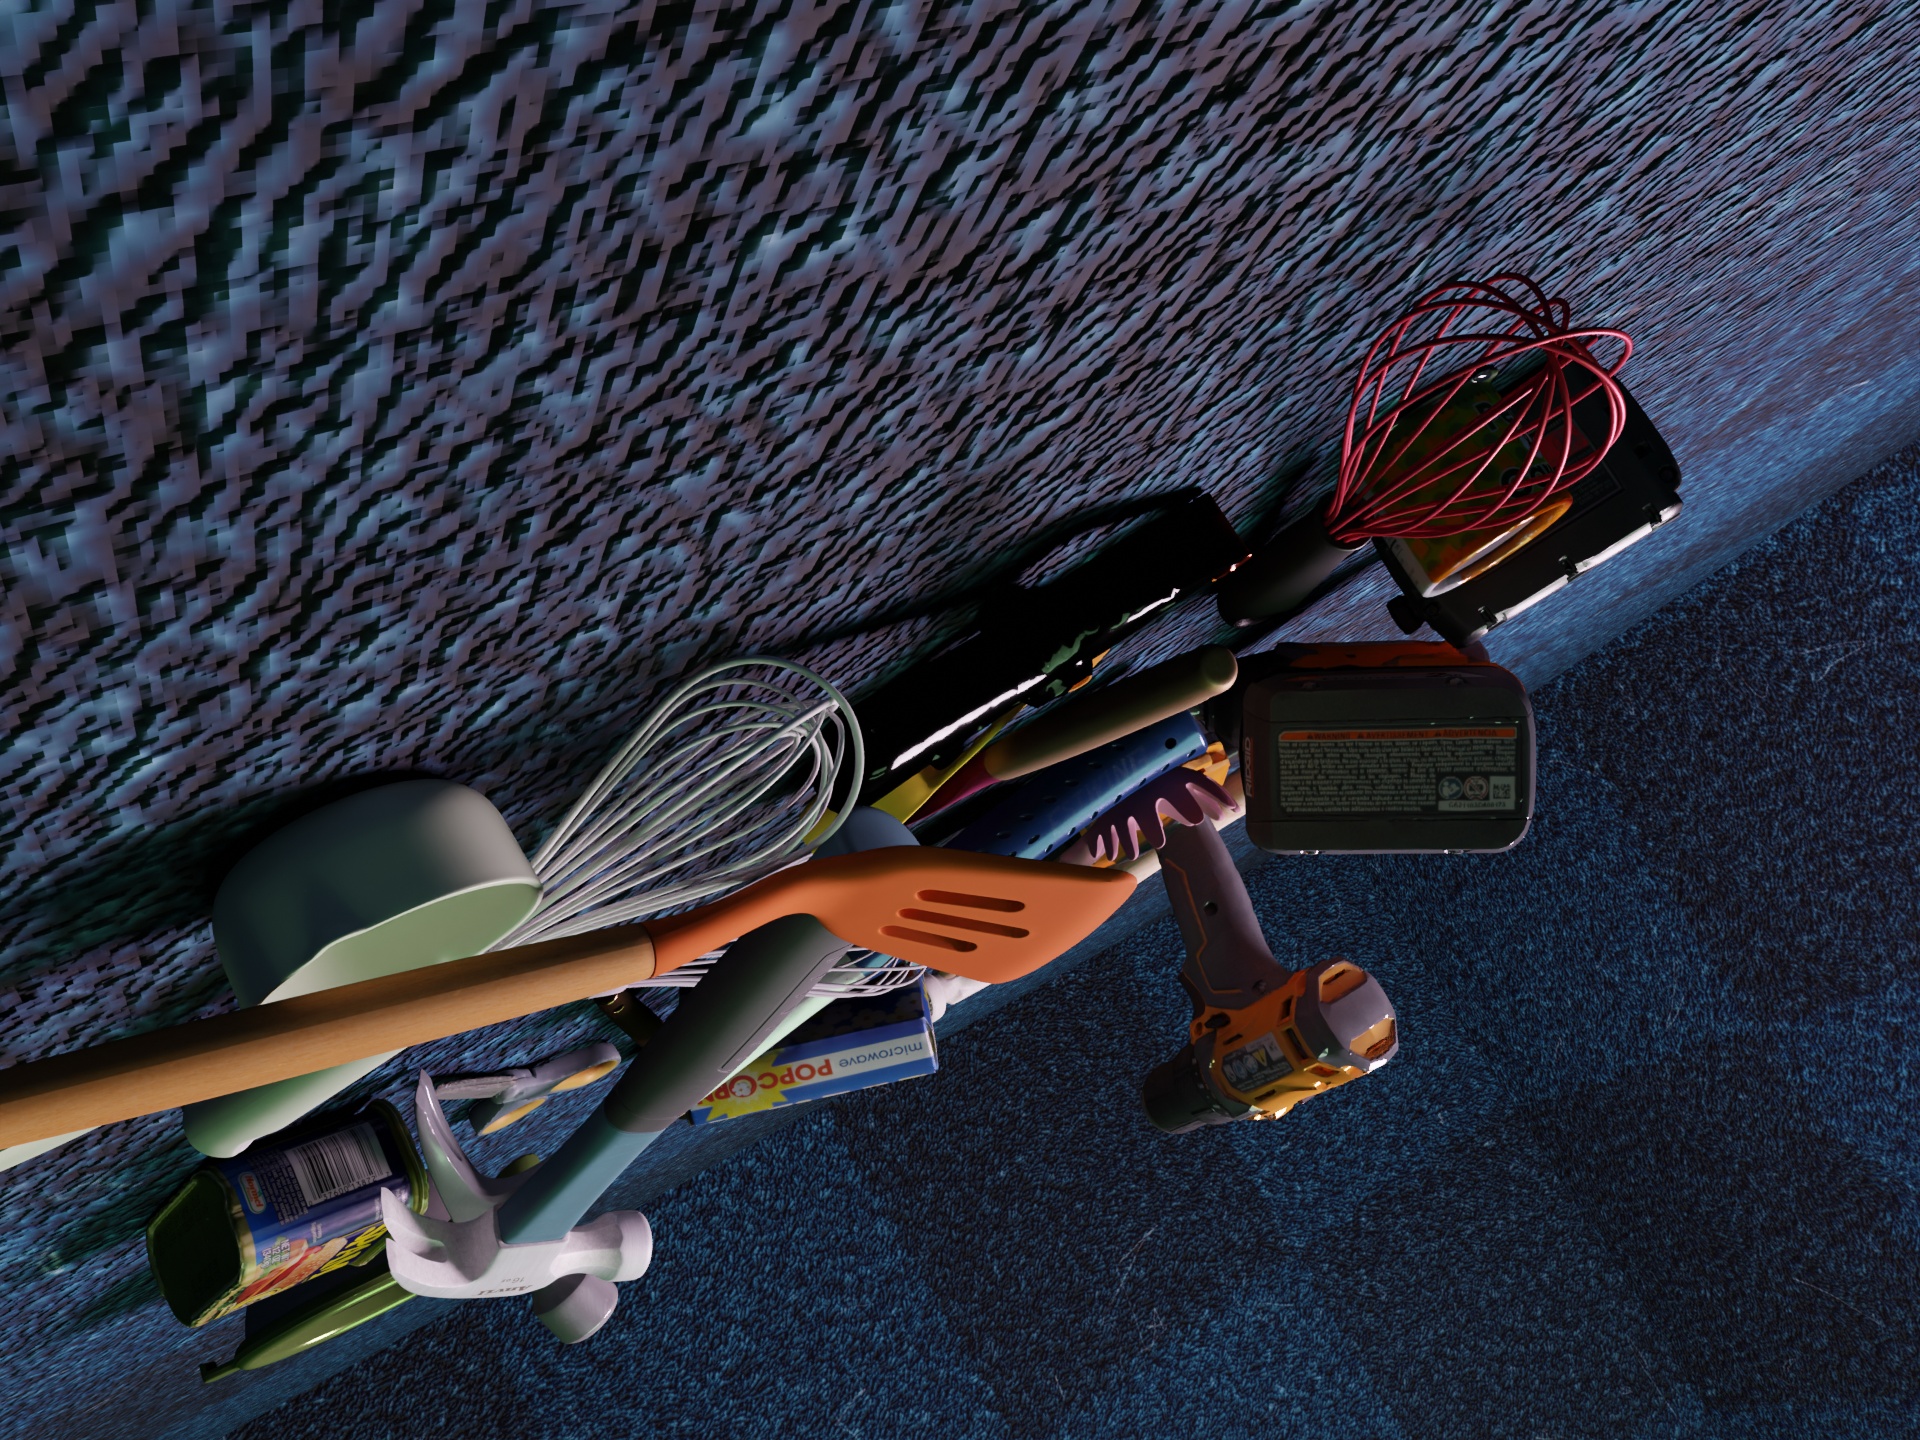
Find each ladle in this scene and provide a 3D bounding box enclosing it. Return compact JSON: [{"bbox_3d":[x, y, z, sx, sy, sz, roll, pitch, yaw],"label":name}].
[{"bbox_3d":[-0.170,0.175,0.894,0.078,0.062,0.320,-33,162,-11],"label":"ladle"}]

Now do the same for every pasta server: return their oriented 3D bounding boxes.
[{"bbox_3d":[0.053,0.097,0.886,0.060,0.040,0.316,-20,164,-32],"label":"pasta server"}]

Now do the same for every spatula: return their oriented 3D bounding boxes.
[{"bbox_3d":[-0.099,0.071,0.397,0.322,0.041,0.081,-10,156,-35],"label":"spatula"}]

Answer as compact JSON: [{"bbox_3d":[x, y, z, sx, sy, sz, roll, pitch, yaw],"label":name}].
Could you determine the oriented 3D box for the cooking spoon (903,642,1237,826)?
[{"bbox_3d":[0.024,0.011,0.591,0.069,0.017,0.319,-29,180,-20],"label":"cooking spoon"}]

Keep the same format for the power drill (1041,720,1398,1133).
[{"bbox_3d":[0.125,0.125,0.912,0.084,0.226,0.185,-20,164,-39],"label":"power drill"}]

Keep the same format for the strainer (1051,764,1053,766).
[{"bbox_3d":[-0.039,0.114,0.874,0.258,0.050,0.087,-34,-170,2],"label":"strainer"}]

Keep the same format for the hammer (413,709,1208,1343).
[{"bbox_3d":[-0.061,0.112,0.730,0.405,0.144,0.035,-37,-161,-4],"label":"hammer"}]

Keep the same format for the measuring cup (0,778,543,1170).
[{"bbox_3d":[-0.188,0.065,0.397,0.167,0.038,0.083,-28,167,-4],"label":"measuring cup"}]

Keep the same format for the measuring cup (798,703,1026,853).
[{"bbox_3d":[-0.001,-0.002,0.594,0.156,0.029,0.062,-43,-177,12],"label":"measuring cup"}]

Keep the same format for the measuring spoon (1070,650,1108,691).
[{"bbox_3d":[0.056,-0.040,0.616,0.021,0.011,0.116,-14,159,-22],"label":"measuring spoon"}]

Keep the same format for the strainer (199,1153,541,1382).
[{"bbox_3d":[-0.299,0.263,0.847,0.256,0.069,0.151,-40,162,35],"label":"strainer"}]

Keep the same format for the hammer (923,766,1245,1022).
[{"bbox_3d":[0.119,0.097,1.084,0.146,0.038,0.410,-21,165,-47],"label":"hammer"}]

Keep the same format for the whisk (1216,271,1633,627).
[{"bbox_3d":[0.142,-0.077,0.560,0.073,0.073,0.295,-28,174,-11],"label":"whisk"}]

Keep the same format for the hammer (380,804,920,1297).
[{"bbox_3d":[-0.109,0.135,0.577,0.128,0.033,0.331,8,138,-38],"label":"hammer"}]

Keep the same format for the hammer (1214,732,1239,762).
[{"bbox_3d":[0.065,0.083,1.062,0.335,0.035,0.146,-31,168,4],"label":"hammer"}]

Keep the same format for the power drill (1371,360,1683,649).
[{"bbox_3d":[0.257,-0.089,0.742,0.143,0.078,0.219,-34,170,18],"label":"power drill"}]

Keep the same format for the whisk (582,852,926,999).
[{"bbox_3d":[-0.109,0.087,0.596,0.284,0.070,0.070,-2,151,-47],"label":"whisk"}]

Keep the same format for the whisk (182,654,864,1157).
[{"bbox_3d":[-0.132,0.060,0.459,0.246,0.059,0.058,-33,-172,12],"label":"whisk"}]

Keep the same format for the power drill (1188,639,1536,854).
[{"bbox_3d":[0.181,0.003,0.763,0.164,0.084,0.226,-1,-171,11],"label":"power drill"}]
